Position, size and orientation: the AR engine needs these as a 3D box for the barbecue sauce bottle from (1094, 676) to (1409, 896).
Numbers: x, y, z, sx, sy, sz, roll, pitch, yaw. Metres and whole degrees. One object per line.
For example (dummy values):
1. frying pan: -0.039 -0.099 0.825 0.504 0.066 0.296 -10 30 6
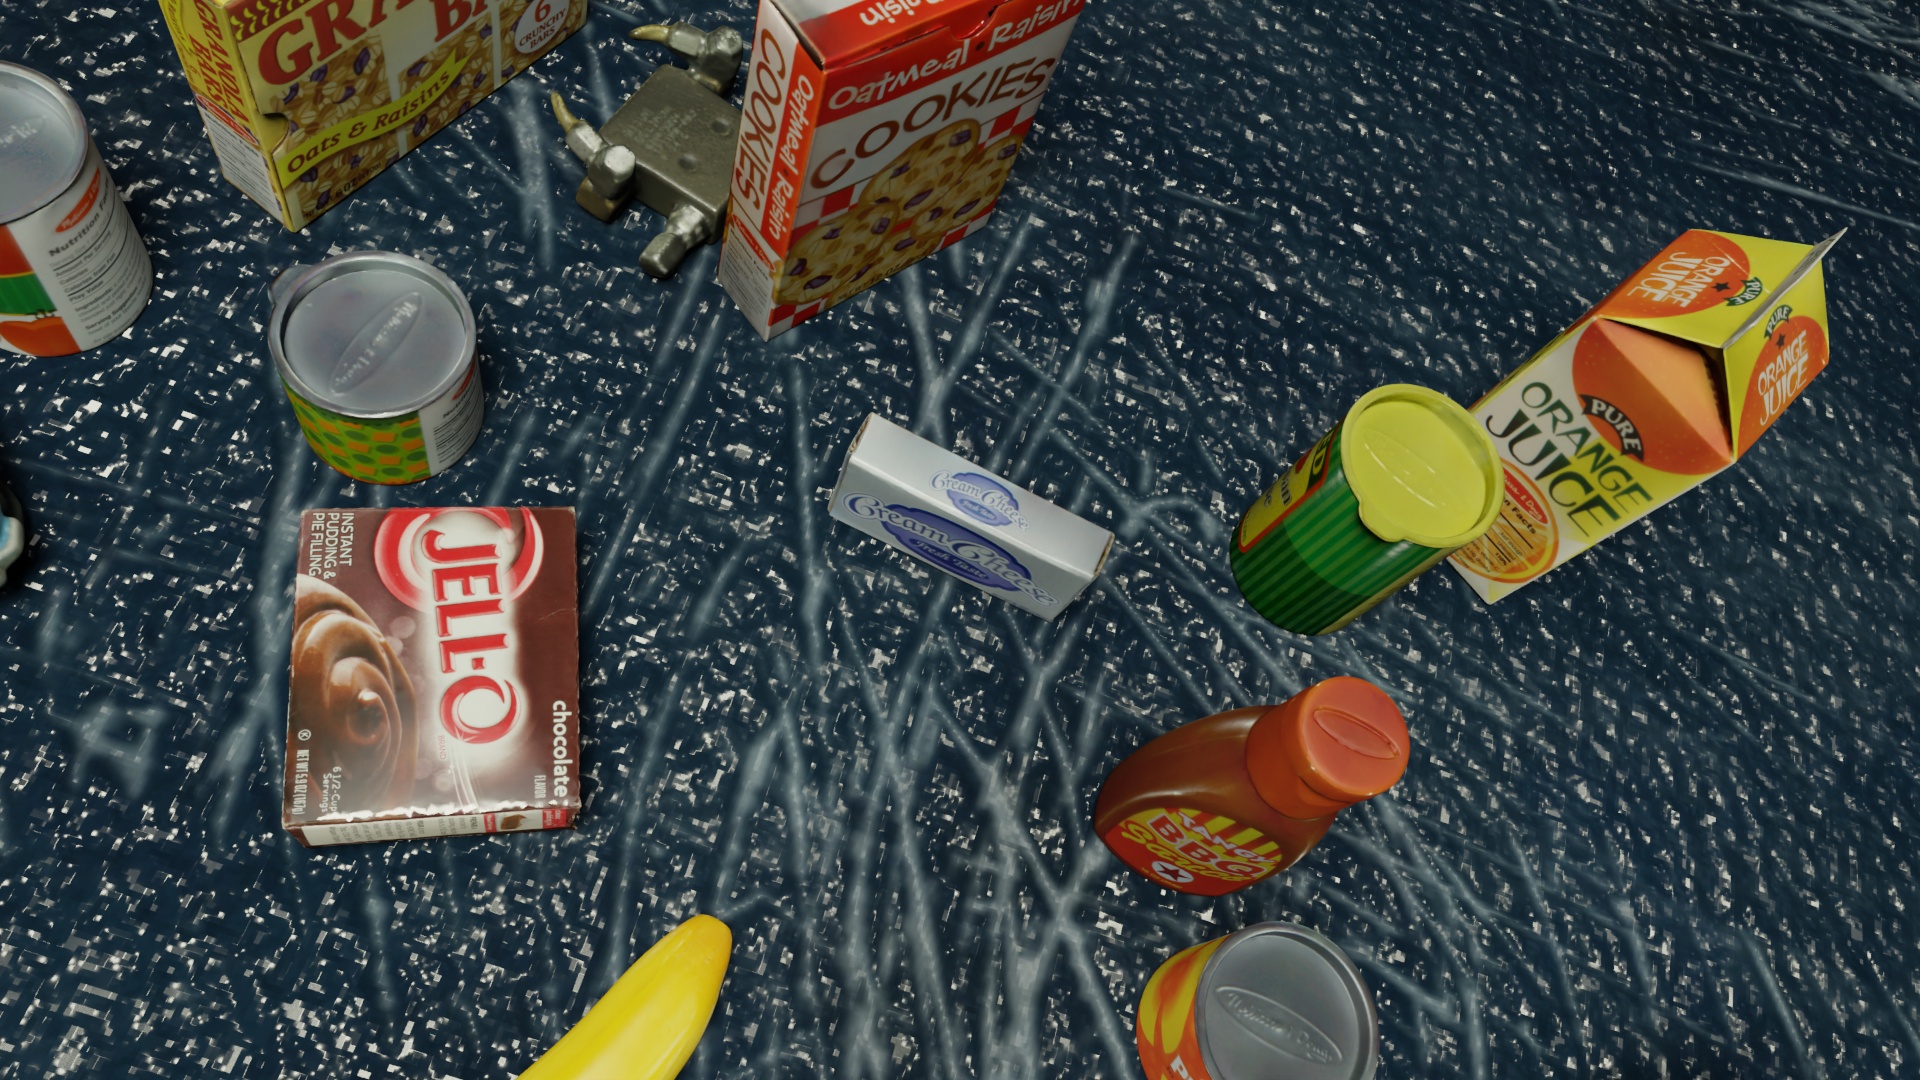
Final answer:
1. barbecue sauce bottle: 0.097 0.084 0.469 0.065 0.148 0.044 27 63 -3

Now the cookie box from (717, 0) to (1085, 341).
1. cookie box: -0.025 -0.157 0.531 0.123 0.166 0.040 -33 79 -25

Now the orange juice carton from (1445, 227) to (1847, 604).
1. orange juice carton: 0.258 -0.052 0.549 0.072 0.191 0.073 -36 80 -25

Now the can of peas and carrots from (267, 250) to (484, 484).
1. can of peas and carrots: -0.210 -0.062 0.500 0.071 0.058 0.071 6 66 -13

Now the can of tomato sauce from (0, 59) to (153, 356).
1. can of tomato sauce: -0.326 -0.112 0.476 0.071 0.082 0.071 6 66 -13

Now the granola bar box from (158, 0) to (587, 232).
1. granola bar box: -0.212 -0.208 0.527 0.039 0.123 0.166 39 63 3

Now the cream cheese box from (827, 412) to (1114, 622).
1. cream cheese box: 0.002 -0.007 0.536 0.104 0.053 0.024 26 63 -3

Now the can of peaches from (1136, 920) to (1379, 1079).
1. can of peaches: 0.100 0.172 0.482 0.071 0.057 0.071 6 66 -13

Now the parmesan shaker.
1. parmesan shaker: 0.155 -0.007 0.551 0.071 0.102 0.071 6 66 -13
